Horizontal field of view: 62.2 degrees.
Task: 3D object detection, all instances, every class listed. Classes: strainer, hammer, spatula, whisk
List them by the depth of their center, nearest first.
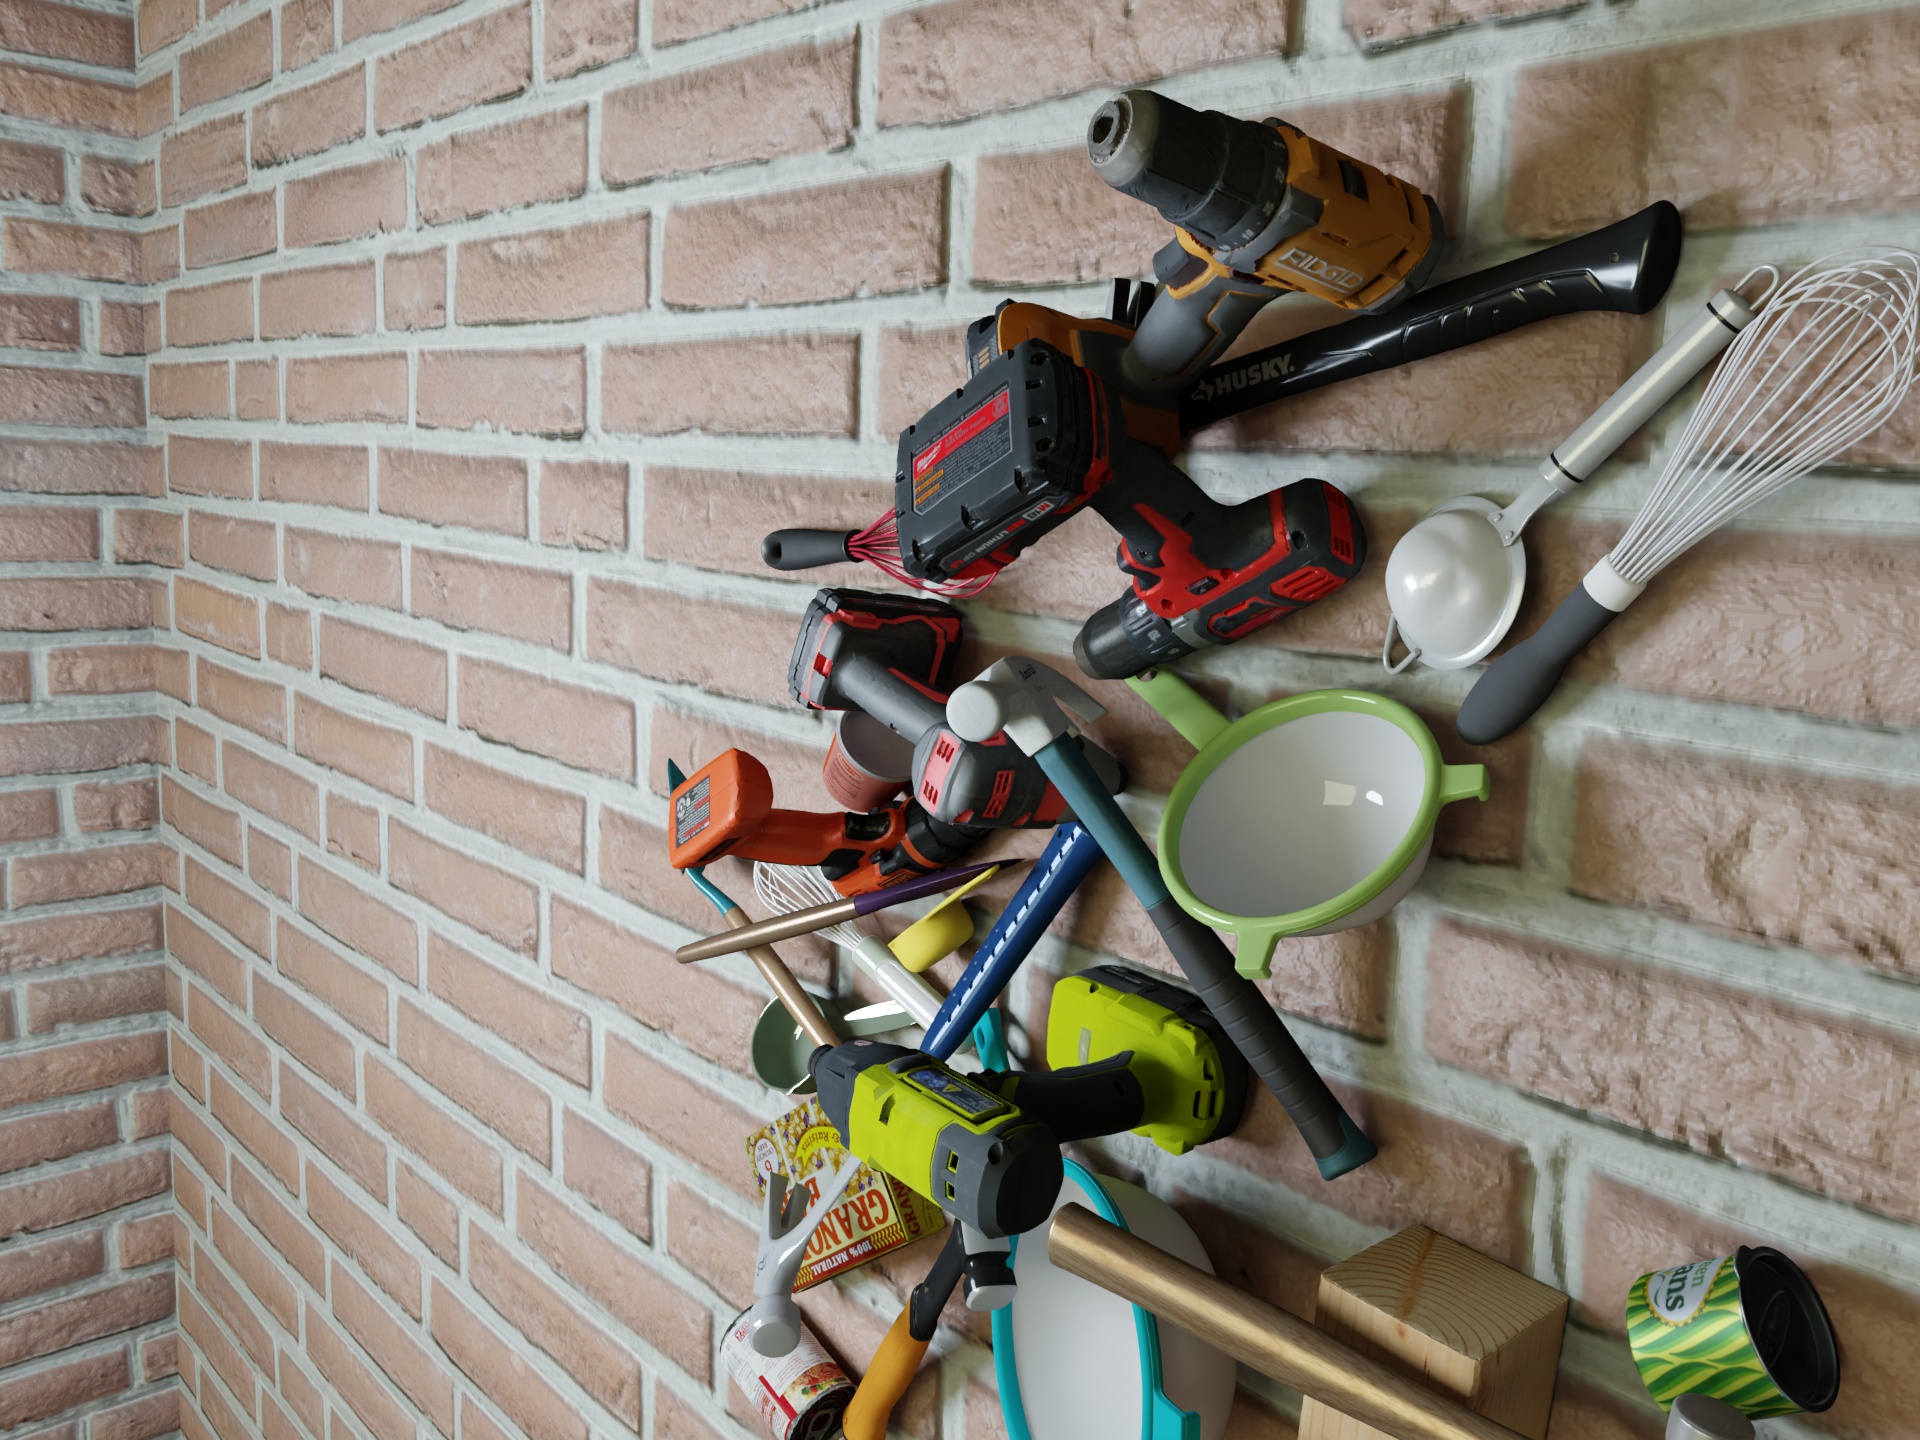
[{"bbox_3d":[0.307,-0.082,0.691,0.070,0.070,0.284,57,137,27],"label":"whisk"},{"bbox_3d":[0.271,-0.111,0.738,0.258,0.050,0.087,-49,44,35],"label":"strainer"},{"bbox_3d":[0.180,0.309,0.740,0.331,0.031,0.130,16,105,36],"label":"hammer"},{"bbox_3d":[0.198,-0.195,0.812,0.335,0.035,0.146,-9,88,48],"label":"hammer"},{"bbox_3d":[0.114,0.105,0.842,0.033,0.128,0.331,-36,90,23],"label":"hammer"},{"bbox_3d":[0.162,0.038,0.853,0.151,0.069,0.257,-40,34,0],"label":"strainer"},{"bbox_3d":[0.085,0.316,0.964,0.341,0.095,0.210,-107,29,-44],"label":"strainer"},{"bbox_3d":[-0.027,0.222,1.032,0.405,0.035,0.144,-57,16,17],"label":"hammer"},{"bbox_3d":[-0.033,0.408,1.089,0.127,0.034,0.336,-104,25,-43],"label":"hammer"},{"bbox_3d":[-0.061,-0.120,1.096,0.296,0.073,0.073,6,99,54],"label":"whisk"},{"bbox_3d":[-0.086,0.133,1.105,0.316,0.059,0.018,-20,81,34],"label":"spatula"},{"bbox_3d":[-0.073,0.159,1.143,0.247,0.059,0.058,37,92,36],"label":"whisk"},{"bbox_3d":[-0.151,0.156,1.200,0.318,0.044,0.082,47,168,34],"label":"spatula"}]

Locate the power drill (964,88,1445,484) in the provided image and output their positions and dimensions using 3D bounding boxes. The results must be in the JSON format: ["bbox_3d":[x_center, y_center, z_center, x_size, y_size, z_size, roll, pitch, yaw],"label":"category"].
[{"bbox_3d":[0.089,-0.205,0.769,0.226,0.185,0.084,-31,57,48],"label":"power drill"}]

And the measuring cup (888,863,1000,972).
[{"bbox_3d":[0.000,0.128,1.028,0.029,0.062,0.156,56,150,8],"label":"measuring cup"}]

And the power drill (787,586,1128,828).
[{"bbox_3d":[-0.002,-0.003,0.986,0.220,0.143,0.078,39,118,46],"label":"power drill"}]

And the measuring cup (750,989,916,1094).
[{"bbox_3d":[-0.080,0.230,1.170,0.167,0.038,0.083,-19,59,29],"label":"measuring cup"}]

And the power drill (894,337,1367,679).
[{"bbox_3d":[0.072,-0.089,0.824,0.188,0.226,0.080,-29,54,44],"label":"power drill"}]

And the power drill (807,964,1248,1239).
[{"bbox_3d":[0.039,0.203,0.889,0.171,0.223,0.080,18,107,46],"label":"power drill"}]
